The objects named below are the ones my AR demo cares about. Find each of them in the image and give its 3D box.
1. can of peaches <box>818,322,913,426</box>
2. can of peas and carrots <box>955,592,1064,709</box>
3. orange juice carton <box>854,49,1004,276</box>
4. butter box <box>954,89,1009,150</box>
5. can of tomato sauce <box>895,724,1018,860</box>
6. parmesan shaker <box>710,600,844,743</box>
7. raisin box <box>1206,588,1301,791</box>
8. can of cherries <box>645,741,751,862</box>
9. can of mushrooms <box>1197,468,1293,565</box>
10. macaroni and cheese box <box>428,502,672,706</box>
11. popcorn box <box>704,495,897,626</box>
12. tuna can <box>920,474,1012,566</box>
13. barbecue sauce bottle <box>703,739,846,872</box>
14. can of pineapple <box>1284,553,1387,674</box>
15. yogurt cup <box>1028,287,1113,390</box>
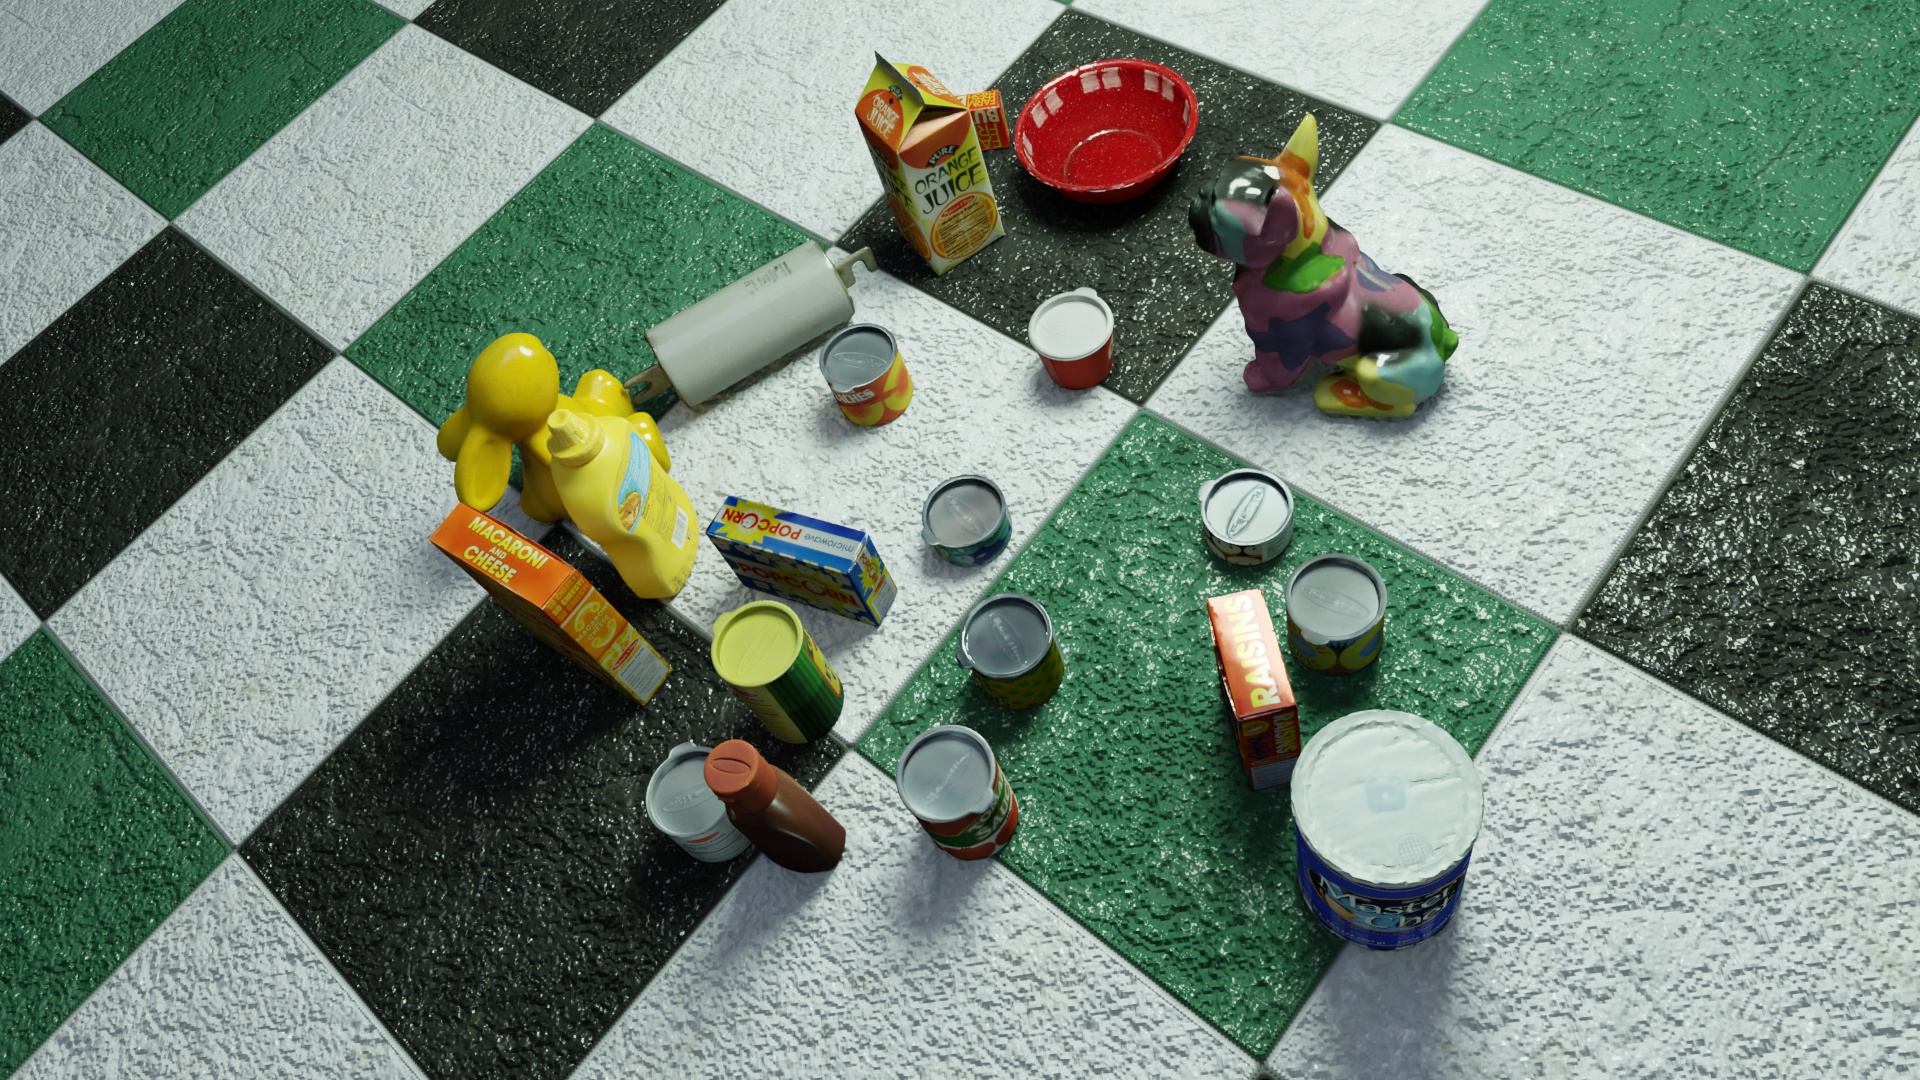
[{"bbox_3d":[-0.078,-0.135,1.149,0.071,0.057,0.071,-7,58,11],"label":"can of peaches"},{"bbox_3d":[0.035,0.081,0.987,0.071,0.058,0.071,-7,58,11],"label":"can of peas and carrots"},{"bbox_3d":[-0.029,-0.322,1.170,0.073,0.192,0.072,-34,57,-6],"label":"orange juice carton"},{"bbox_3d":[-0.009,-0.383,1.285,0.103,0.053,0.024,-4,59,12],"label":"butter box"},{"bbox_3d":[0.001,0.170,0.927,0.071,0.082,0.071,-7,58,11],"label":"can of tomato sauce"},{"bbox_3d":[-0.131,0.094,0.996,0.071,0.102,0.071,-7,58,11],"label":"parmesan shaker"},{"bbox_3d":[0.190,0.098,0.897,0.040,0.123,0.086,-13,57,7],"label":"raisin box"},{"bbox_3d":[-0.179,0.185,0.981,0.071,0.058,0.072,-7,58,11],"label":"can of cherries"},{"bbox_3d":[0.208,-0.018,1.017,0.071,0.033,0.071,-7,58,11],"label":"can of mushrooms"},{"bbox_3d":[-0.300,0.049,1.031,0.124,0.165,0.040,26,69,27],"label":"macaroni and cheese box"},{"bbox_3d":[-0.119,0.016,1.052,0.127,0.085,0.038,15,65,23],"label":"popcorn box"},{"bbox_3d":[0.004,-0.013,1.068,0.071,0.032,0.071,-7,58,11],"label":"tuna can"},{"bbox_3d":[-0.126,0.177,0.917,0.065,0.148,0.044,7,62,19],"label":"barbecue sauce bottle"},{"bbox_3d":[0.254,0.052,0.947,0.071,0.057,0.071,-7,58,11],"label":"can of pineapple"},{"bbox_3d":[0.093,-0.158,1.120,0.072,0.053,0.073,-7,58,11],"label":"yogurt cup"}]
